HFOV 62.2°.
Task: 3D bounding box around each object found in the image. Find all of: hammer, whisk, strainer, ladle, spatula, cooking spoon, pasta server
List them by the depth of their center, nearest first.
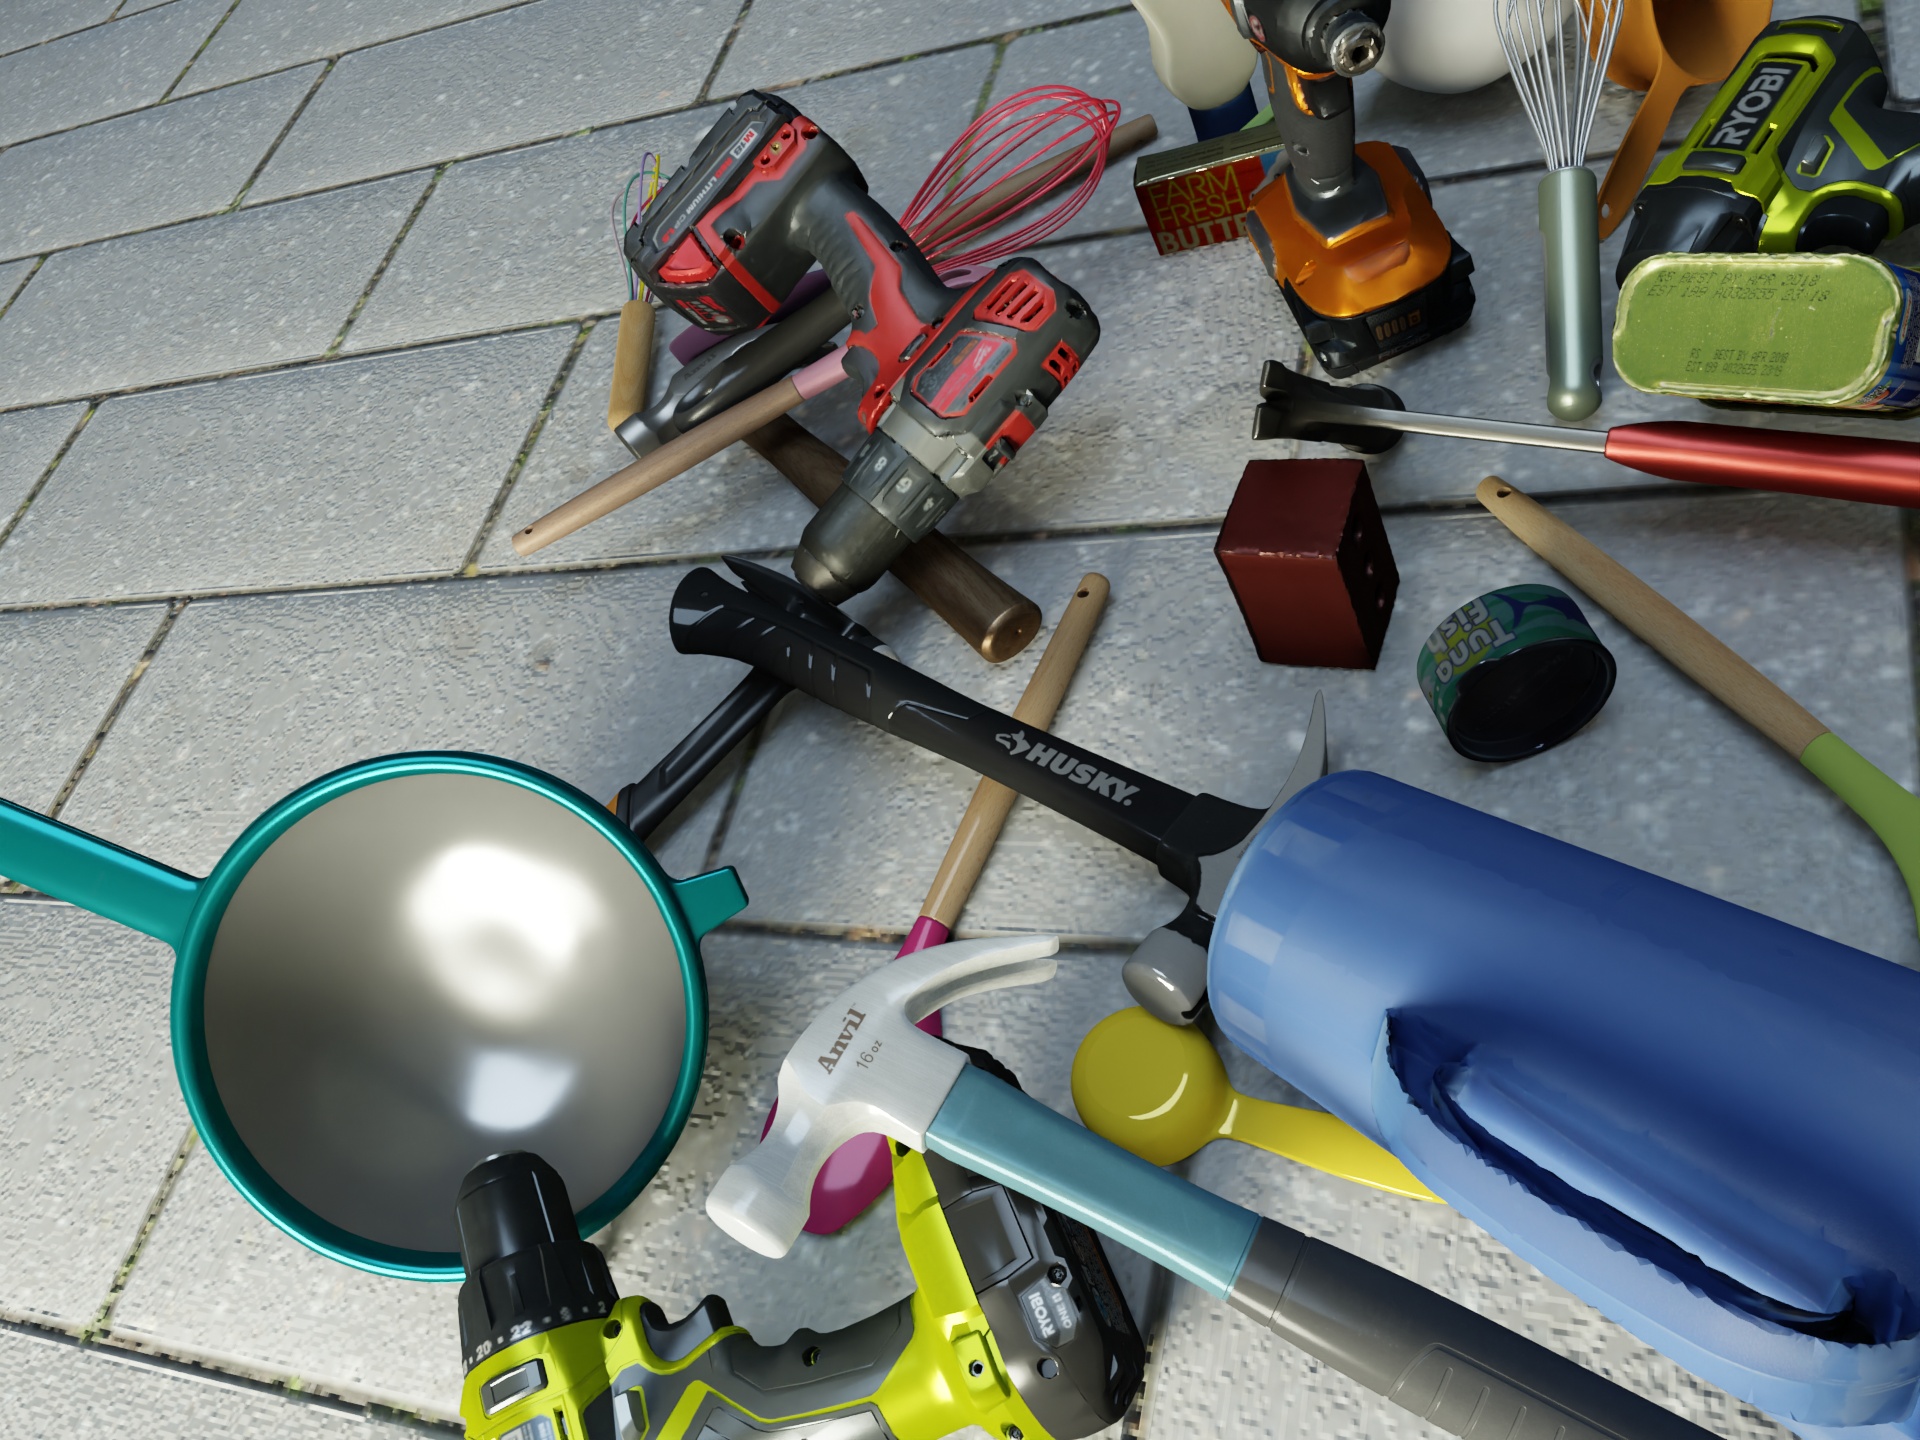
[{"bbox_3d":[0.096,0.168,0.472,0.331,0.033,0.128,24,61,15],"label":"hammer"},{"bbox_3d":[0.287,-0.013,0.570,0.078,0.062,0.321,-34,45,0],"label":"ladle"},{"bbox_3d":[0.296,-0.099,0.598,0.359,0.149,0.036,13,103,27],"label":"hammer"},{"bbox_3d":[-0.264,0.092,0.666,0.340,0.095,0.211,22,92,0],"label":"strainer"},{"bbox_3d":[-0.001,0.065,0.681,0.069,0.017,0.319,11,62,31],"label":"cooking spoon"},{"bbox_3d":[-0.001,-0.002,0.683,0.335,0.035,0.146,25,58,32],"label":"hammer"},{"bbox_3d":[0.273,-0.251,0.719,0.059,0.057,0.246,-5,75,32],"label":"whisk"},{"bbox_3d":[-0.180,0.062,0.763,0.337,0.034,0.127,-47,50,-11],"label":"hammer"},{"bbox_3d":[0.231,-0.341,0.828,0.256,0.151,0.069,-38,79,22],"label":"strainer"},{"bbox_3d":[-0.064,-0.126,0.847,0.130,0.031,0.332,-42,49,-6],"label":"hammer"},{"bbox_3d":[-0.106,-0.161,0.857,0.316,0.040,0.060,-26,49,13],"label":"pasta server"},{"bbox_3d":[-0.038,-0.246,0.863,0.296,0.073,0.073,-34,48,9],"label":"whisk"},{"bbox_3d":[-0.029,-0.285,0.943,0.316,0.059,0.018,-25,80,3],"label":"spatula"},{"bbox_3d":[-0.206,-0.277,1.031,0.047,0.051,0.245,-28,49,34],"label":"whisk"}]

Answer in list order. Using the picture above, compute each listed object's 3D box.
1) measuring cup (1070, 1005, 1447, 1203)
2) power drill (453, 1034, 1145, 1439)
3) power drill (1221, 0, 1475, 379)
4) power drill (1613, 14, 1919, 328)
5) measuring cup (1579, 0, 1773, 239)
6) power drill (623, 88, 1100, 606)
[{"bbox_3d":[0.109,0.139,0.561,0.156,0.029,0.062,8,60,34],"label":"measuring cup"},{"bbox_3d":[-0.070,0.206,0.555,0.228,0.080,0.191,-28,59,5],"label":"power drill"},{"bbox_3d":[0.163,-0.263,0.702,0.084,0.226,0.164,-23,49,10],"label":"power drill"},{"bbox_3d":[0.395,-0.203,0.645,0.223,0.080,0.171,26,75,42],"label":"power drill"},{"bbox_3d":[0.326,-0.313,0.770,0.052,0.095,0.173,26,92,60],"label":"measuring cup"},{"bbox_3d":[-0.065,-0.183,0.786,0.227,0.080,0.188,43,95,22],"label":"power drill"}]
